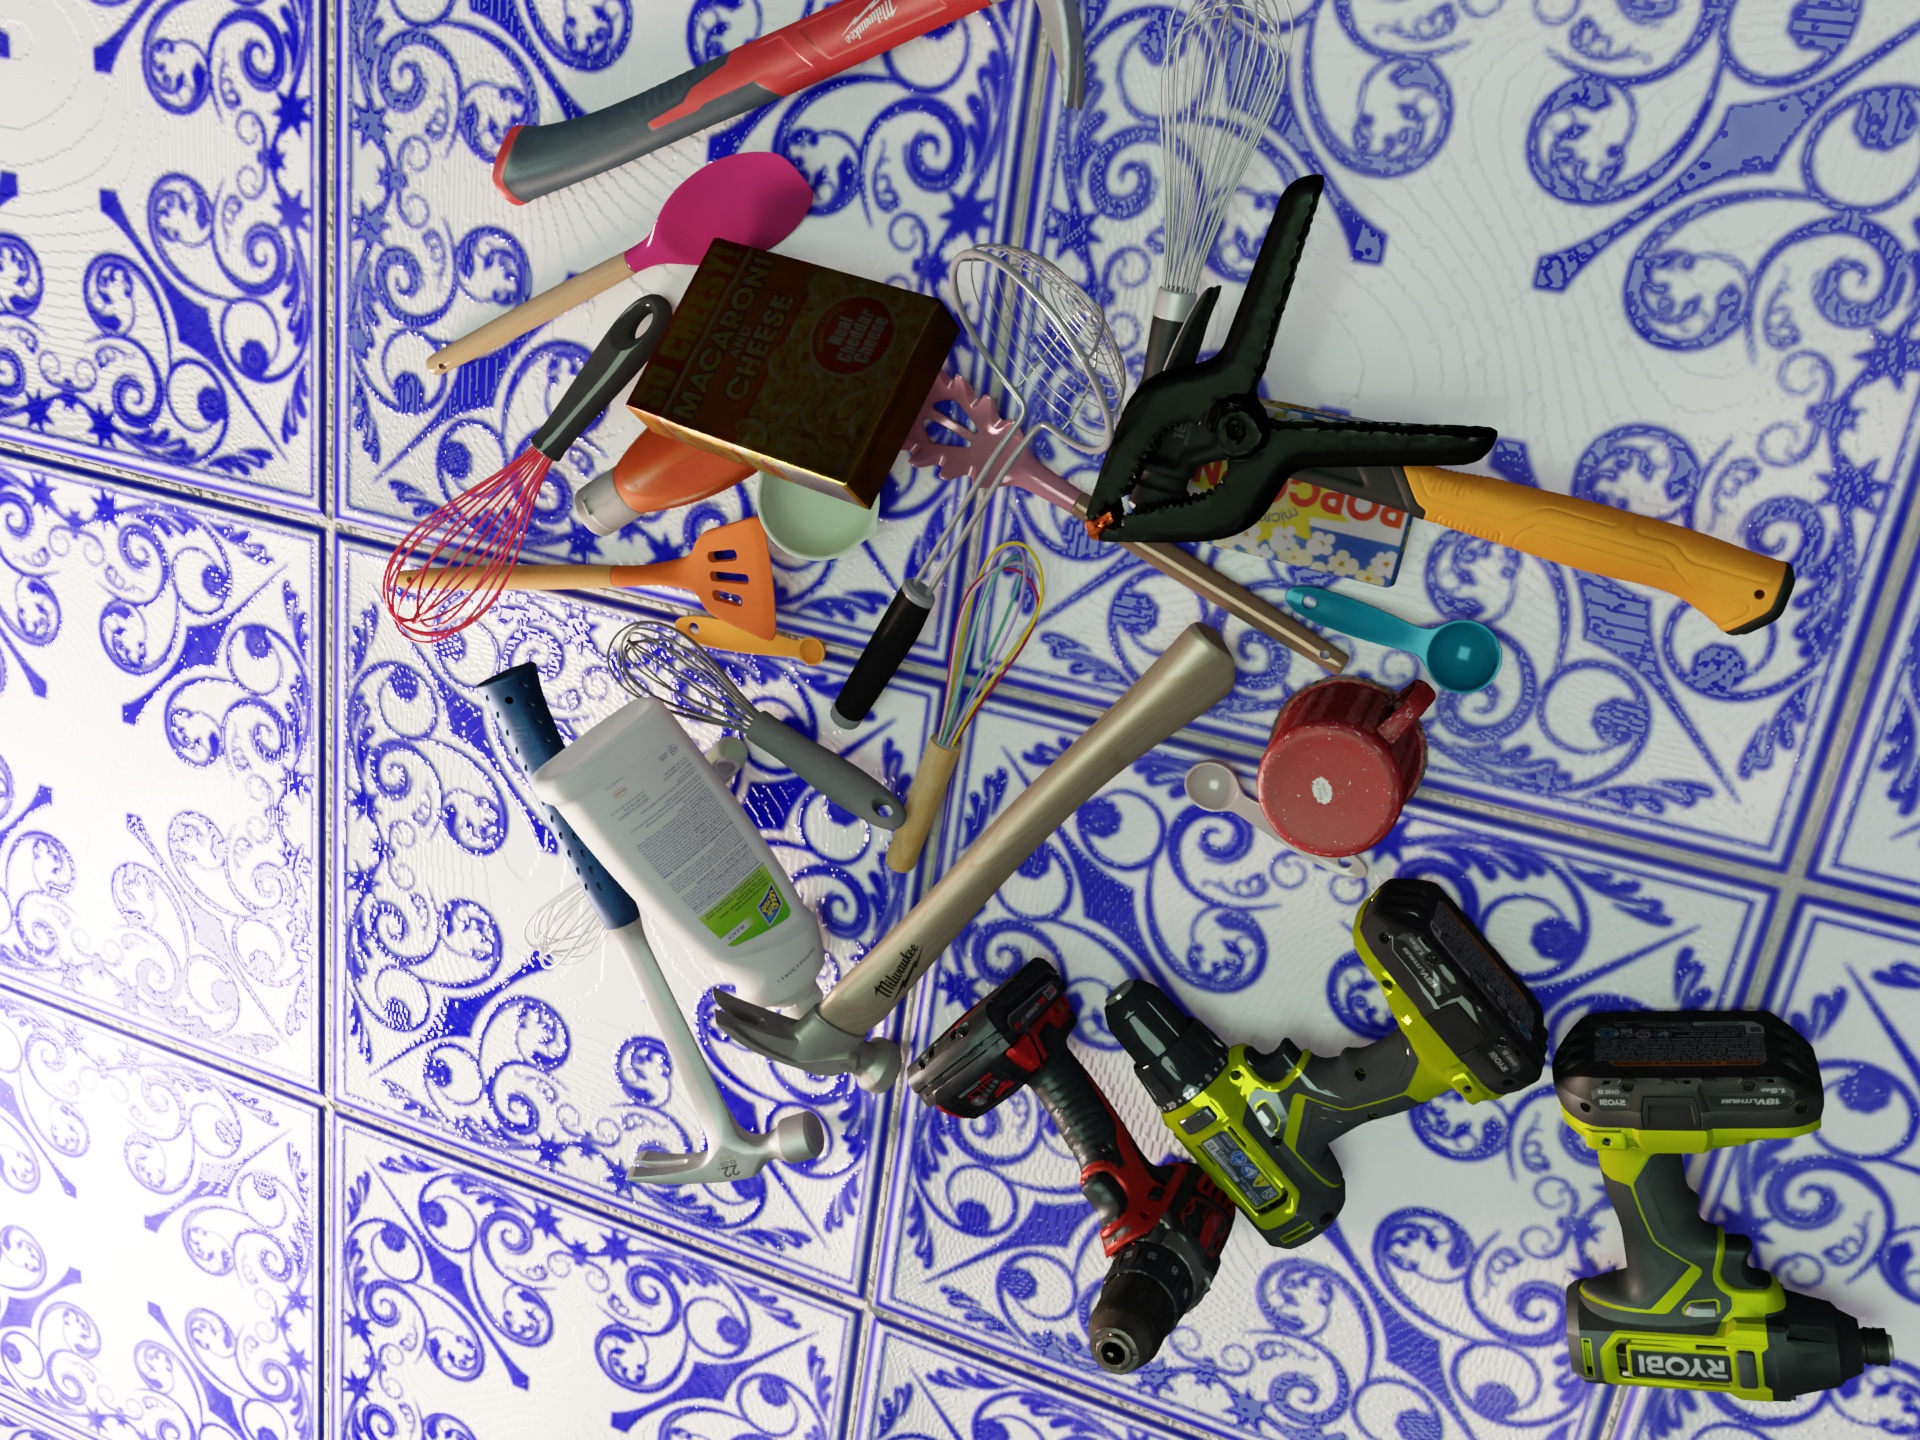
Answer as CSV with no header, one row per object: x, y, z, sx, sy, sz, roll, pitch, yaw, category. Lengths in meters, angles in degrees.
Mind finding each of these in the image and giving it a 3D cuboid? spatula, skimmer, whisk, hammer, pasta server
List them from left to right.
-0.287,-0.165,1.053,0.073,0.073,0.296,44,104,4,whisk
-0.261,-0.097,1.086,0.323,0.041,0.081,1,105,22,spatula
-0.236,0.152,1.108,0.144,0.035,0.405,-18,106,12,hammer
-0.231,0.094,1.131,0.057,0.059,0.246,32,116,-31,whisk
-0.136,0.006,1.054,0.239,0.055,0.055,32,114,14,whisk
-0.115,-0.371,0.950,0.386,0.038,0.143,-13,102,24,hammer
-0.018,-0.109,0.916,0.127,0.090,0.363,47,131,16,skimmer
-0.001,-0.002,1.011,0.047,0.051,0.245,25,116,7,whisk
0.012,0.087,1.003,0.146,0.038,0.410,29,116,-31,hammer
0.091,-0.115,0.944,0.316,0.040,0.060,33,104,8,pasta server
0.127,-0.263,0.880,0.070,0.070,0.284,17,116,16,whisk
0.261,-0.124,0.833,0.337,0.034,0.127,20,111,15,hammer

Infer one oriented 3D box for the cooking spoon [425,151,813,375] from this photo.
-0.231,-0.286,1.023,0.319,0.017,0.068,-17,142,28,cooking spoon

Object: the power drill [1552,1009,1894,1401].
0.430,0.283,0.909,0.171,0.080,0.223,-6,107,24,power drill

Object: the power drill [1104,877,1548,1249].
0.215,0.197,0.967,0.228,0.080,0.190,-41,88,29,power drill

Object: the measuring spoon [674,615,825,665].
-0.141,-0.055,1.070,0.117,0.011,0.021,11,109,22,measuring spoon

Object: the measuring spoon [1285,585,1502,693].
0.249,-0.052,0.915,0.129,0.021,0.042,23,106,24,measuring spoon

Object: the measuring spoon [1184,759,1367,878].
0.194,0.060,0.970,0.124,0.018,0.034,30,125,3,measuring spoon

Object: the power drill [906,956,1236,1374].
0.071,0.277,0.988,0.080,0.188,0.227,-43,83,25,power drill

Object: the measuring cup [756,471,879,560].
-0.067,-0.179,0.990,0.083,0.038,0.167,29,97,-13,measuring cup
